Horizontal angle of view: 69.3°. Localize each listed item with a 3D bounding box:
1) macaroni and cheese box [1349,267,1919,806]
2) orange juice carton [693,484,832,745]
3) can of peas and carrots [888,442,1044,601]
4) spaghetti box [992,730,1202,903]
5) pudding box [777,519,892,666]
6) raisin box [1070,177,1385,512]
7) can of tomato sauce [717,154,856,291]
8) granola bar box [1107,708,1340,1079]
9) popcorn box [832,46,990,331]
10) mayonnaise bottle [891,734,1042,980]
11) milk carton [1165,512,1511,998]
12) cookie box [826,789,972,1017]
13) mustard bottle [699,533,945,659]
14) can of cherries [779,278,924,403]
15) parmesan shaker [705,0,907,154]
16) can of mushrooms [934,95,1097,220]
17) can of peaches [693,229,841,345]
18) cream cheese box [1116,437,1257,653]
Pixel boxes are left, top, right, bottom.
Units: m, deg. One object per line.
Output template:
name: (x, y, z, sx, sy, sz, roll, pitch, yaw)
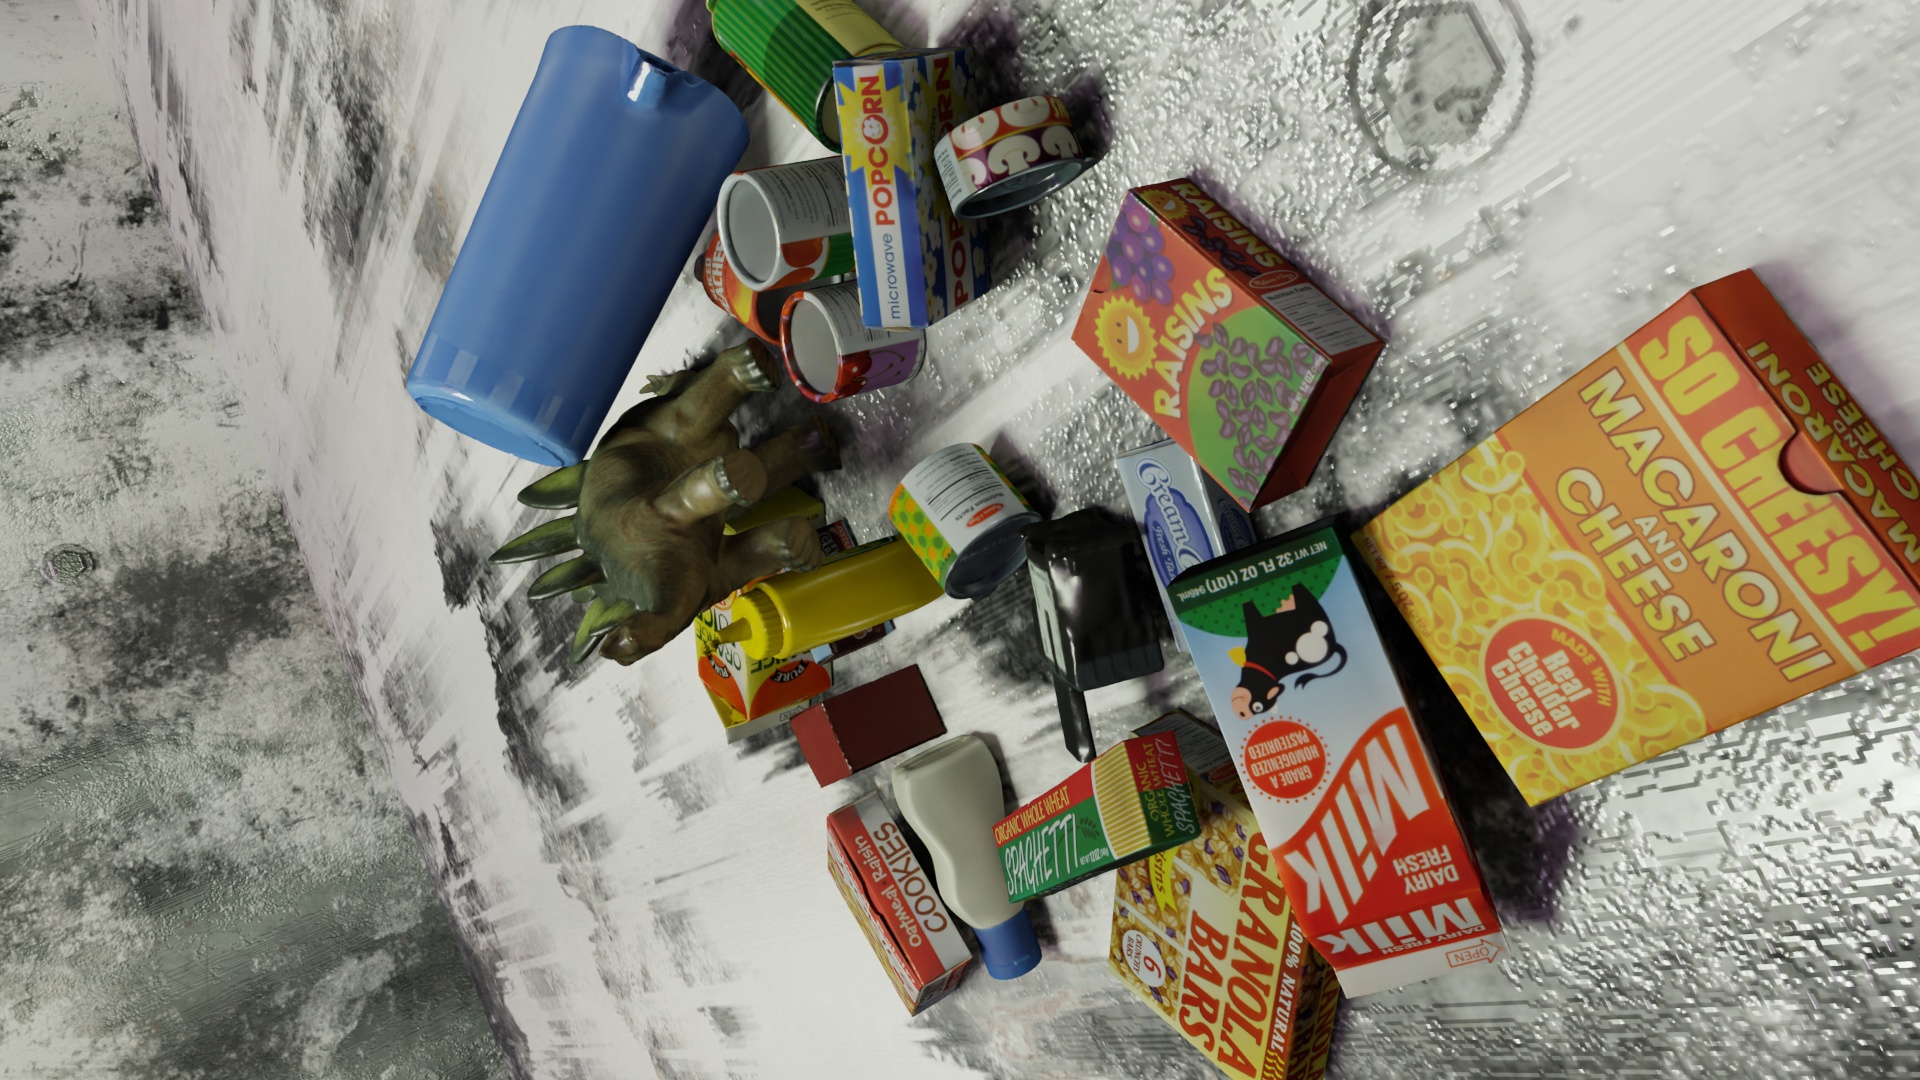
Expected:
macaroni and cheese box: (0.229, 0.007, 0.476, 0.124, 0.040, 0.165, 59, 145, 13)
orange juice carton: (-0.142, 0.056, 0.989, 0.073, 0.072, 0.191, 30, 130, 43)
can of peas and carrots: (0.003, -0.010, 0.760, 0.059, 0.071, 0.070, 51, 142, 26)
spaghetti box: (0.064, 0.153, 0.733, 0.249, 0.029, 0.050, 123, 137, -66)
pudding box: (-0.085, 0.034, 0.919, 0.030, 0.050, 0.084, -34, 78, 57)
raisin box: (0.109, -0.085, 0.596, 0.124, 0.040, 0.085, 49, 142, 28)
can of tomato sauce: (-0.084, -0.178, 0.776, 0.071, 0.083, 0.070, 29, 129, 44)
granola bar box: (0.135, 0.185, 0.701, 0.124, 0.039, 0.164, 32, 131, 43)
popcorn box: (-0.021, -0.174, 0.684, 0.038, 0.085, 0.126, 4, 113, 24)
mayonnaise bottle: (0.010, 0.199, 0.865, 0.041, 0.065, 0.148, 0, 112, 68)
milk carton: (0.156, 0.091, 0.569, 0.072, 0.073, 0.190, -21, 89, 18)
cookie box: (-0.046, 0.250, 0.940, 0.123, 0.040, 0.166, 57, 163, 19)
mustard bottle: (-0.082, 0.036, 0.816, 0.065, 0.161, 0.049, -14, 94, 54)
can of cherries: (-0.064, -0.115, 0.803, 0.071, 0.058, 0.071, 29, 129, 43)
parmesan shaker: (-0.080, -0.259, 0.737, 0.103, 0.071, 0.071, 49, 141, 27)
can of mushrooms: (0.025, -0.177, 0.644, 0.071, 0.071, 0.033, -21, 89, 56)
can of peaches: (-0.116, -0.158, 0.842, 0.058, 0.071, 0.071, 37, 134, 37)
cream cheese box: (0.112, 0.001, 0.651, 0.053, 0.024, 0.103, -14, 96, 55)
